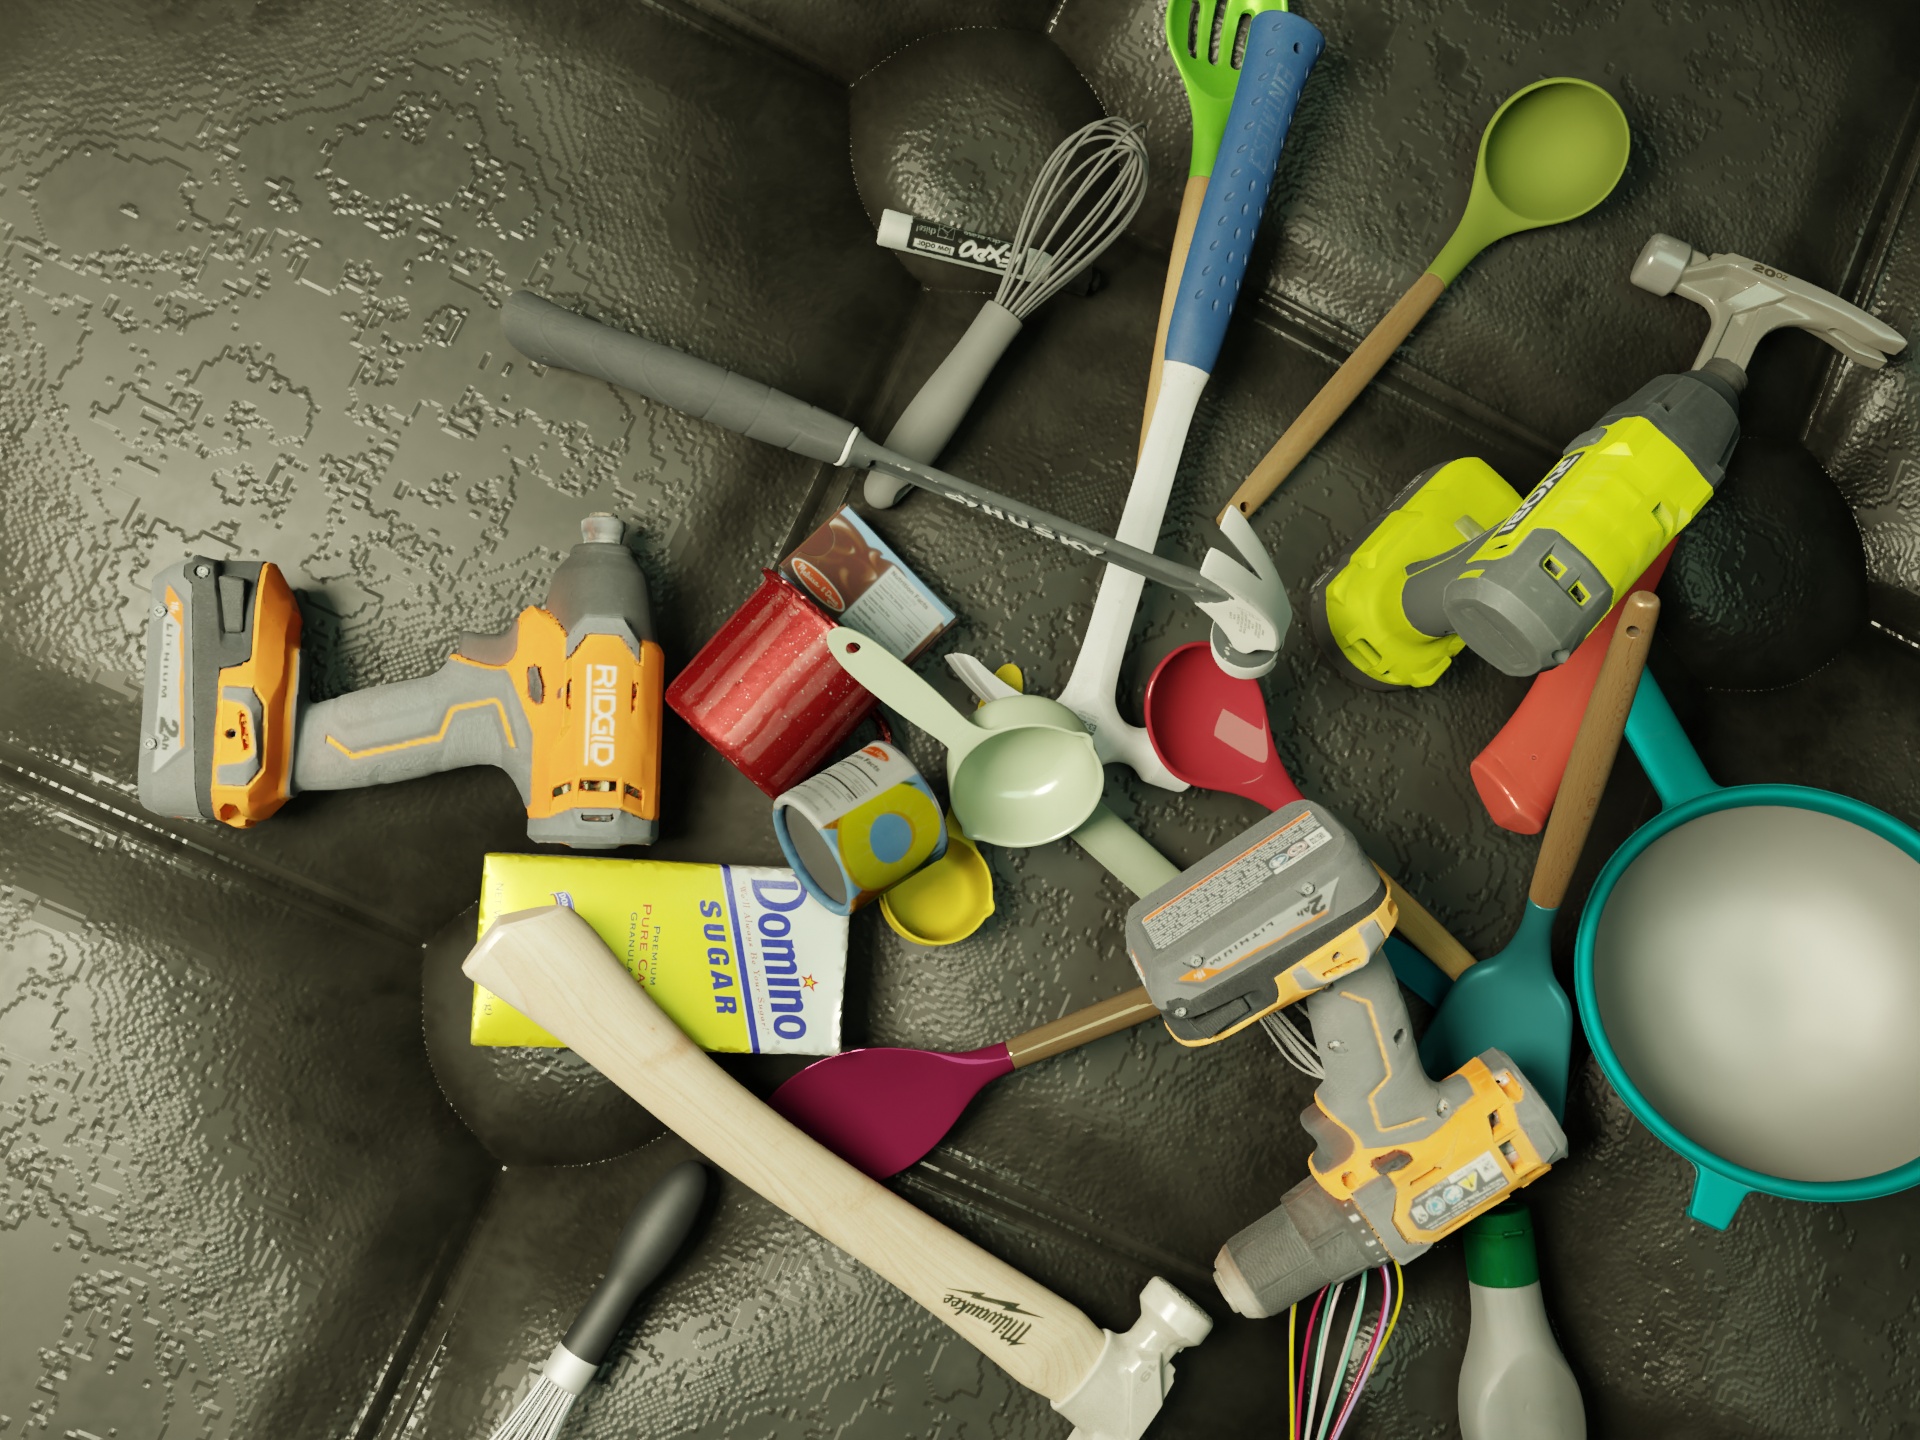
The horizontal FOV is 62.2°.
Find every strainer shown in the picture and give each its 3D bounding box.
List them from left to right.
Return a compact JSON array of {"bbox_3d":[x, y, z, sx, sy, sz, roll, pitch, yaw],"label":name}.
[{"bbox_3d":[0.407,0.091,0.866,0.211,0.095,0.341,-21,68,1],"label":"strainer"}]

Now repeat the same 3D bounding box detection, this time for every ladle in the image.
[{"bbox_3d":[0.206,0.074,0.834,0.315,0.031,0.069,42,79,-15],"label":"ladle"},{"bbox_3d":[0.249,-0.225,0.872,0.078,0.062,0.320,42,83,-8],"label":"ladle"}]

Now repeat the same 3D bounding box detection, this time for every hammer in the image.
[{"bbox_3d":[-0.067,0.234,0.758,0.410,0.038,0.146,40,82,-14],"label":"hammer"},{"bbox_3d":[-0.039,-0.123,0.745,0.409,0.149,0.036,23,83,13],"label":"hammer"},{"bbox_3d":[0.111,-0.176,0.831,0.144,0.035,0.405,18,86,-17],"label":"hammer"},{"bbox_3d":[0.380,-0.096,0.867,0.149,0.036,0.359,27,77,8],"label":"hammer"}]

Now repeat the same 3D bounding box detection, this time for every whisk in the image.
[{"bbox_3d":[-0.203,0.335,0.751,0.070,0.070,0.285,34,76,-6],"label":"whisk"},{"bbox_3d":[0.023,-0.209,0.821,0.055,0.055,0.239,35,93,-6],"label":"whisk"},{"bbox_3d":[0.130,0.109,0.832,0.246,0.059,0.058,41,43,-1],"label":"whisk"},{"bbox_3d":[0.183,0.382,0.819,0.047,0.051,0.245,14,86,-15],"label":"whisk"}]

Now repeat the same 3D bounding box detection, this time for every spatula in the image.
[{"bbox_3d":[0.285,0.075,0.763,0.082,0.317,0.044,21,44,24],"label":"spatula"}]

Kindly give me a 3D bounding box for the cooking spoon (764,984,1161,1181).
[{"bbox_3d":[0.049,0.159,0.800,0.319,0.017,0.068,-21,96,0],"label":"cooking spoon"}]

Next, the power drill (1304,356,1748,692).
[{"bbox_3d":[0.272,-0.090,0.779,0.080,0.223,0.171,45,80,-4],"label":"power drill"}]

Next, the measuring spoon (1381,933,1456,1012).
[{"bbox_3d":[0.230,0.129,0.863,0.128,0.021,0.042,36,71,-15],"label":"measuring spoon"}]

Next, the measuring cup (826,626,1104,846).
[{"bbox_3d":[-0.001,-0.002,0.766,0.083,0.038,0.167,-41,119,20],"label":"measuring cup"}]

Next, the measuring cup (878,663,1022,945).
[{"bbox_3d":[0.001,0.043,0.827,0.062,0.029,0.157,22,70,-8],"label":"measuring cup"}]

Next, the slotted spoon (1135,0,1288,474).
[{"bbox_3d":[0.125,-0.270,0.868,0.070,0.031,0.314,11,86,-12],"label":"slotted spoon"}]

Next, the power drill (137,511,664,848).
[{"bbox_3d":[-0.255,-0.024,0.756,0.226,0.084,0.164,3,84,-14],"label":"power drill"}]

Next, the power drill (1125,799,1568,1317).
[{"bbox_3d":[0.165,0.175,0.767,0.185,0.084,0.226,-34,108,4],"label":"power drill"}]
